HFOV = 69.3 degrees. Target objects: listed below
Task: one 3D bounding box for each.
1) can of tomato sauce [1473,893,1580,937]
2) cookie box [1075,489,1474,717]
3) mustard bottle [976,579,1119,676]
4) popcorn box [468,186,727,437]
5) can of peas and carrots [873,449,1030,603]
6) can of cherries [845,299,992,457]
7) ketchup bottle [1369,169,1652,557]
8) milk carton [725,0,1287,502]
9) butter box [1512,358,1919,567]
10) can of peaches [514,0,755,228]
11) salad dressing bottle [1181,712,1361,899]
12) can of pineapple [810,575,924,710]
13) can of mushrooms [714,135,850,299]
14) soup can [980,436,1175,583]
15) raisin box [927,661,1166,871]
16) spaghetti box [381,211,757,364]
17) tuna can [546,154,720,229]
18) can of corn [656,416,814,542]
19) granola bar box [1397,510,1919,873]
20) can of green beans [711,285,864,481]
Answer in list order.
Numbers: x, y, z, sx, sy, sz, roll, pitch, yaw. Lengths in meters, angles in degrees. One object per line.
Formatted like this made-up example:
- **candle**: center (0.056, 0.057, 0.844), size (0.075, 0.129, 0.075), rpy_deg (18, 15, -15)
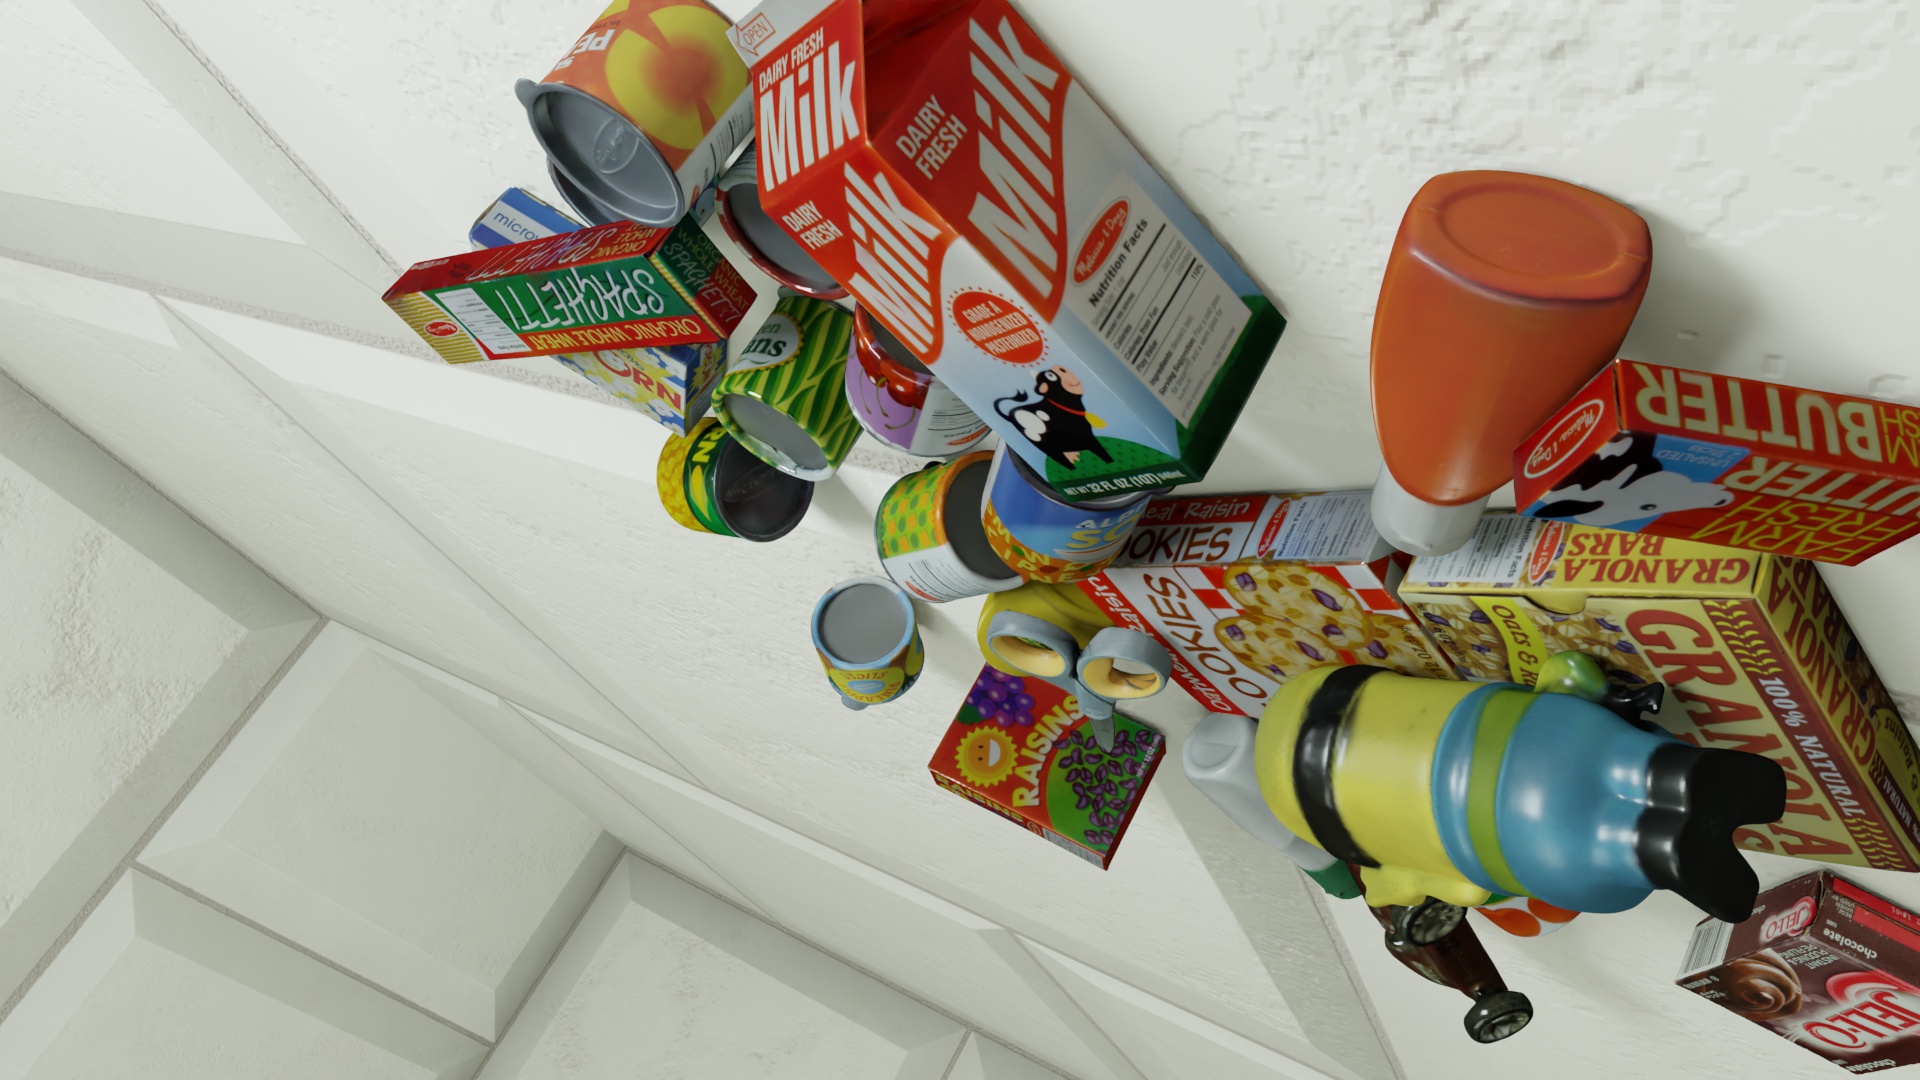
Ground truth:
- **can of tomato sauce**: center (0.242, 0.135, 0.644), size (0.083, 0.071, 0.071), rpy_deg (37, 157, -14)
- **cookie box**: center (0.141, 0.033, 0.597), size (0.122, 0.040, 0.167), rpy_deg (44, 154, -28)
- **mustard bottle**: center (0.041, 0.042, 0.731), size (0.065, 0.049, 0.159), rpy_deg (29, 158, -3)
- **popcorn box**: center (-0.182, -0.114, 0.704), size (0.127, 0.038, 0.085), rpy_deg (31, 156, 1)
- **can of peas and carrots**: center (0.002, -0.008, 0.656), size (0.071, 0.071, 0.058), rpy_deg (41, 153, -21)
- **can of cherries**: center (-0.012, -0.076, 0.534), size (0.071, 0.072, 0.058), rpy_deg (30, 157, 5)
- **ketchup bottle**: center (0.152, -0.044, 0.418), size (0.065, 0.044, 0.148), rpy_deg (18, 155, 16)
- **milk carton**: center (0.010, -0.101, 0.442), size (0.190, 0.074, 0.072), rpy_deg (42, 155, -24)
- **butter box**: center (0.210, -0.019, 0.373), size (0.103, 0.024, 0.053), rpy_deg (8, 156, -5)
- **can of peaches**: center (-0.114, -0.158, 0.500), size (0.071, 0.058, 0.071), rpy_deg (27, 157, 12)
- **salad dressing bottle**: center (0.185, 0.154, 0.790), size (0.147, 0.044, 0.064), rpy_deg (43, 153, -28)
- **can of pineapple**: center (-0.058, 0.065, 0.879), size (0.071, 0.071, 0.057), rpy_deg (24, 156, 17)
- **can of mushrooms**: center (-0.058, -0.124, 0.532), size (0.071, 0.033, 0.070), rpy_deg (26, 156, 12)
- **soup can**: center (0.047, -0.025, 0.561), size (0.071, 0.071, 0.083), rpy_deg (29, 158, 6)
- **raisin box**: center (0.054, 0.136, 0.861), size (0.123, 0.086, 0.040), rpy_deg (24, 161, 18)
- **spaghetti box**: center (-0.186, -0.110, 0.630), size (0.250, 0.029, 0.050), rpy_deg (4, 144, 45)
- **tuna can**: center (-0.136, -0.152, 0.575), size (0.071, 0.033, 0.070), rpy_deg (26, 157, 12)
- **can of corn**: center (-0.124, -0.037, 0.758), size (0.058, 0.071, 0.071), rpy_deg (7, 147, 45)
- **granola bar box**: center (0.254, 0.054, 0.498), size (0.165, 0.039, 0.124), rpy_deg (44, 154, -28)
- **can of green beans**: center (-0.071, -0.069, 0.631), size (0.071, 0.058, 0.071), rpy_deg (26, 157, 12)
